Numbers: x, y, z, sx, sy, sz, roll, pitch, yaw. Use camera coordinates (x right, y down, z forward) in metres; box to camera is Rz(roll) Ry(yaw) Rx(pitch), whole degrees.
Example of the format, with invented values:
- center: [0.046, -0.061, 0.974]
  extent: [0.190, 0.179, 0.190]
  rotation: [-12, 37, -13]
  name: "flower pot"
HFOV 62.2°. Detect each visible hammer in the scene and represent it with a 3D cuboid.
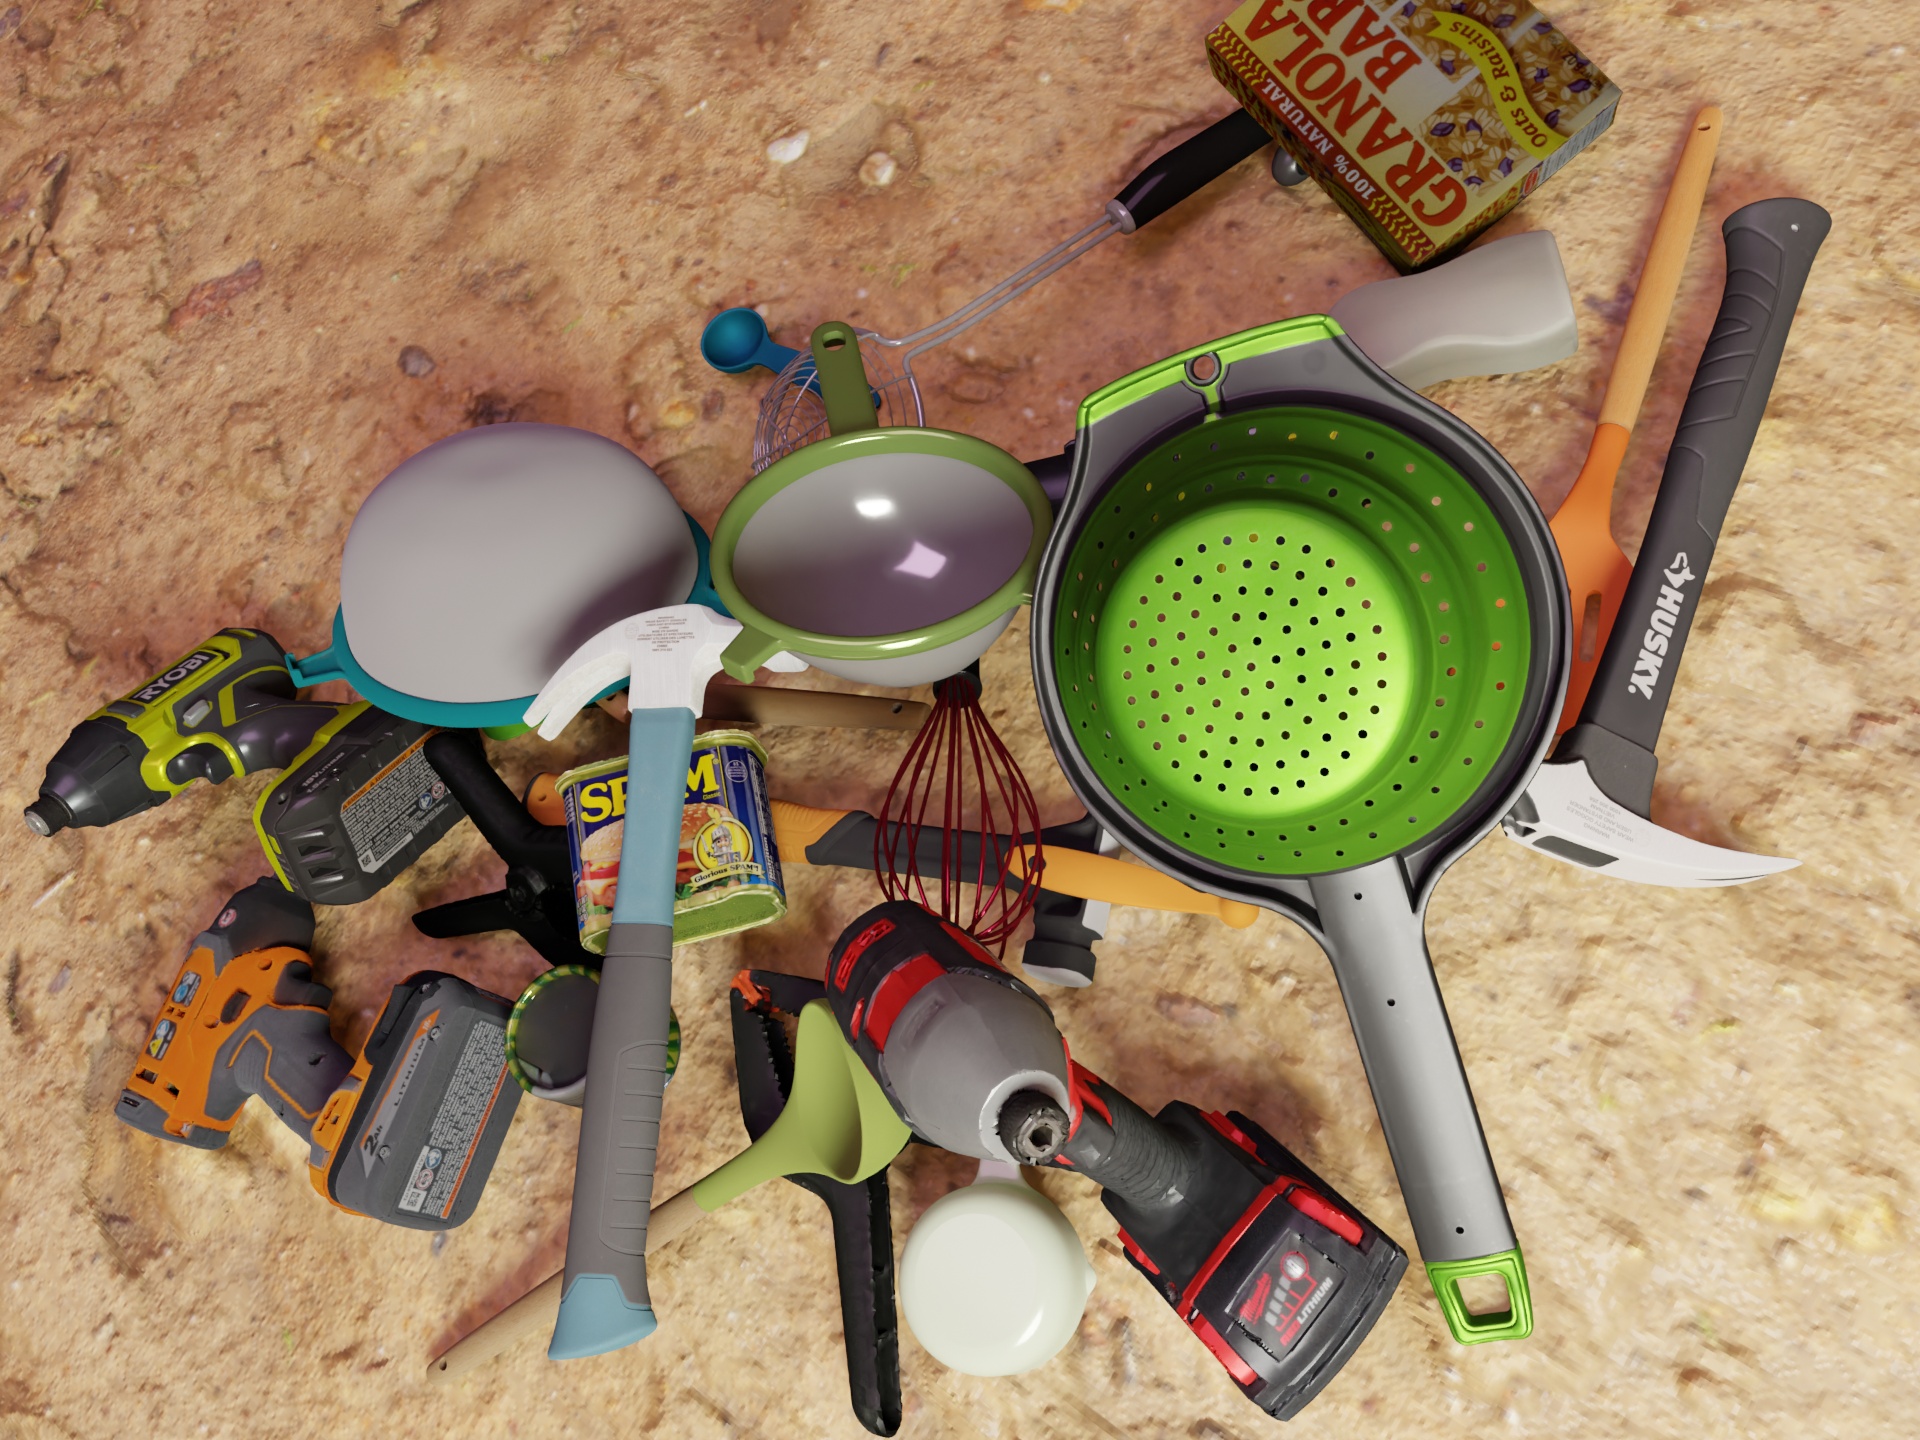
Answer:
- center: [0.311, -0.087, 0.667]
  extent: [0.146, 0.035, 0.335]
  rotation: [27, 71, -1]
  name: "hammer"
- center: [-0.141, 0.105, 0.701]
  extent: [0.128, 0.033, 0.331]
  rotation: [0, 70, 8]
  name: "hammer"
- center: [-0.080, 0.049, 0.803]
  extent: [0.337, 0.034, 0.127]
  rotation: [4, 71, 25]
  name: "hammer"

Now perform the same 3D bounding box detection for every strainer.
- center: [-0.042, -0.098, 0.750]
  extent: [0.151, 0.069, 0.257]
  rotation: [-12, 45, -3]
  name: "strainer"
- center: [-0.182, -0.092, 0.836]
  extent: [0.340, 0.095, 0.211]
  rotation: [7, 44, 16]
  name: "strainer"

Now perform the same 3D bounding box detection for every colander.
- center: [0.136, 0.053, 0.572]
  extent: [0.204, 0.094, 0.397]
  rotation: [-17, 92, 21]
  name: "colander"

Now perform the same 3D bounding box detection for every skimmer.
- center: [0.041, -0.222, 0.870]
  extent: [0.363, 0.090, 0.127]
  rotation: [-35, 61, -5]
  name: "skimmer"

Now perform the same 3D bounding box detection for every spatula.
- center: [0.303, -0.146, 0.726]
  extent: [0.081, 0.041, 0.323]
  rotation: [14, 71, 28]
  name: "spatula"

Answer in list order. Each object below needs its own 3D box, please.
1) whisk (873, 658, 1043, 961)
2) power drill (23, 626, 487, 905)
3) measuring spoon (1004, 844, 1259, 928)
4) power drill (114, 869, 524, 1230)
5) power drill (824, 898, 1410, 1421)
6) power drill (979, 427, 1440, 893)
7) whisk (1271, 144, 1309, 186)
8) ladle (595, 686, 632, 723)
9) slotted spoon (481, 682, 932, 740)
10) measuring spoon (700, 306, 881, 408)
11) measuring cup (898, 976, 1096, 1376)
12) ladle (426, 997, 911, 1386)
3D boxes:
- center: [-0.001, -0.002, 0.731]
  extent: [0.073, 0.073, 0.296]
  rotation: [-20, 38, 15]
  name: "whisk"
- center: [-0.398, 0.025, 0.898]
  extent: [0.223, 0.080, 0.171]
  rotation: [11, 40, 26]
  name: "power drill"
- center: [0.077, 0.072, 0.708]
  extent: [0.117, 0.011, 0.021]
  rotation: [12, 72, 0]
  name: "measuring spoon"
- center: [-0.334, 0.164, 0.842]
  extent: [0.226, 0.084, 0.164]
  rotation: [9, 71, 31]
  name: "power drill"
- center: [0.054, 0.156, 0.576]
  extent: [0.078, 0.219, 0.143]
  rotation: [-51, 25, -3]
  name: "power drill"
- center: [0.115, -0.046, 0.718]
  extent: [0.190, 0.080, 0.229]
  rotation: [-12, 63, 4]
  name: "power drill"
- center: [0.242, -0.379, 0.839]
  extent: [0.055, 0.055, 0.239]
  rotation: [39, 91, 32]
  name: "whisk"
- center: [-0.270, -0.073, 0.917]
  extent: [0.069, 0.031, 0.316]
  rotation: [-45, 50, -12]
  name: "ladle"
- center: [-0.150, -0.013, 0.847]
  extent: [0.314, 0.031, 0.070]
  rotation: [5, 65, 30]
  name: "slotted spoon"
- center: [-0.097, -0.204, 0.934]
  extent: [0.129, 0.021, 0.042]
  rotation: [28, 81, 22]
  name: "measuring spoon"
- center: [0.011, 0.185, 0.662]
  extent: [0.083, 0.038, 0.168]
  rotation: [-5, 74, 17]
  name: "measuring cup"
- center: [-0.142, 0.226, 0.714]
  extent: [0.320, 0.062, 0.078]
  rotation: [-37, 56, 19]
  name: "ladle"
